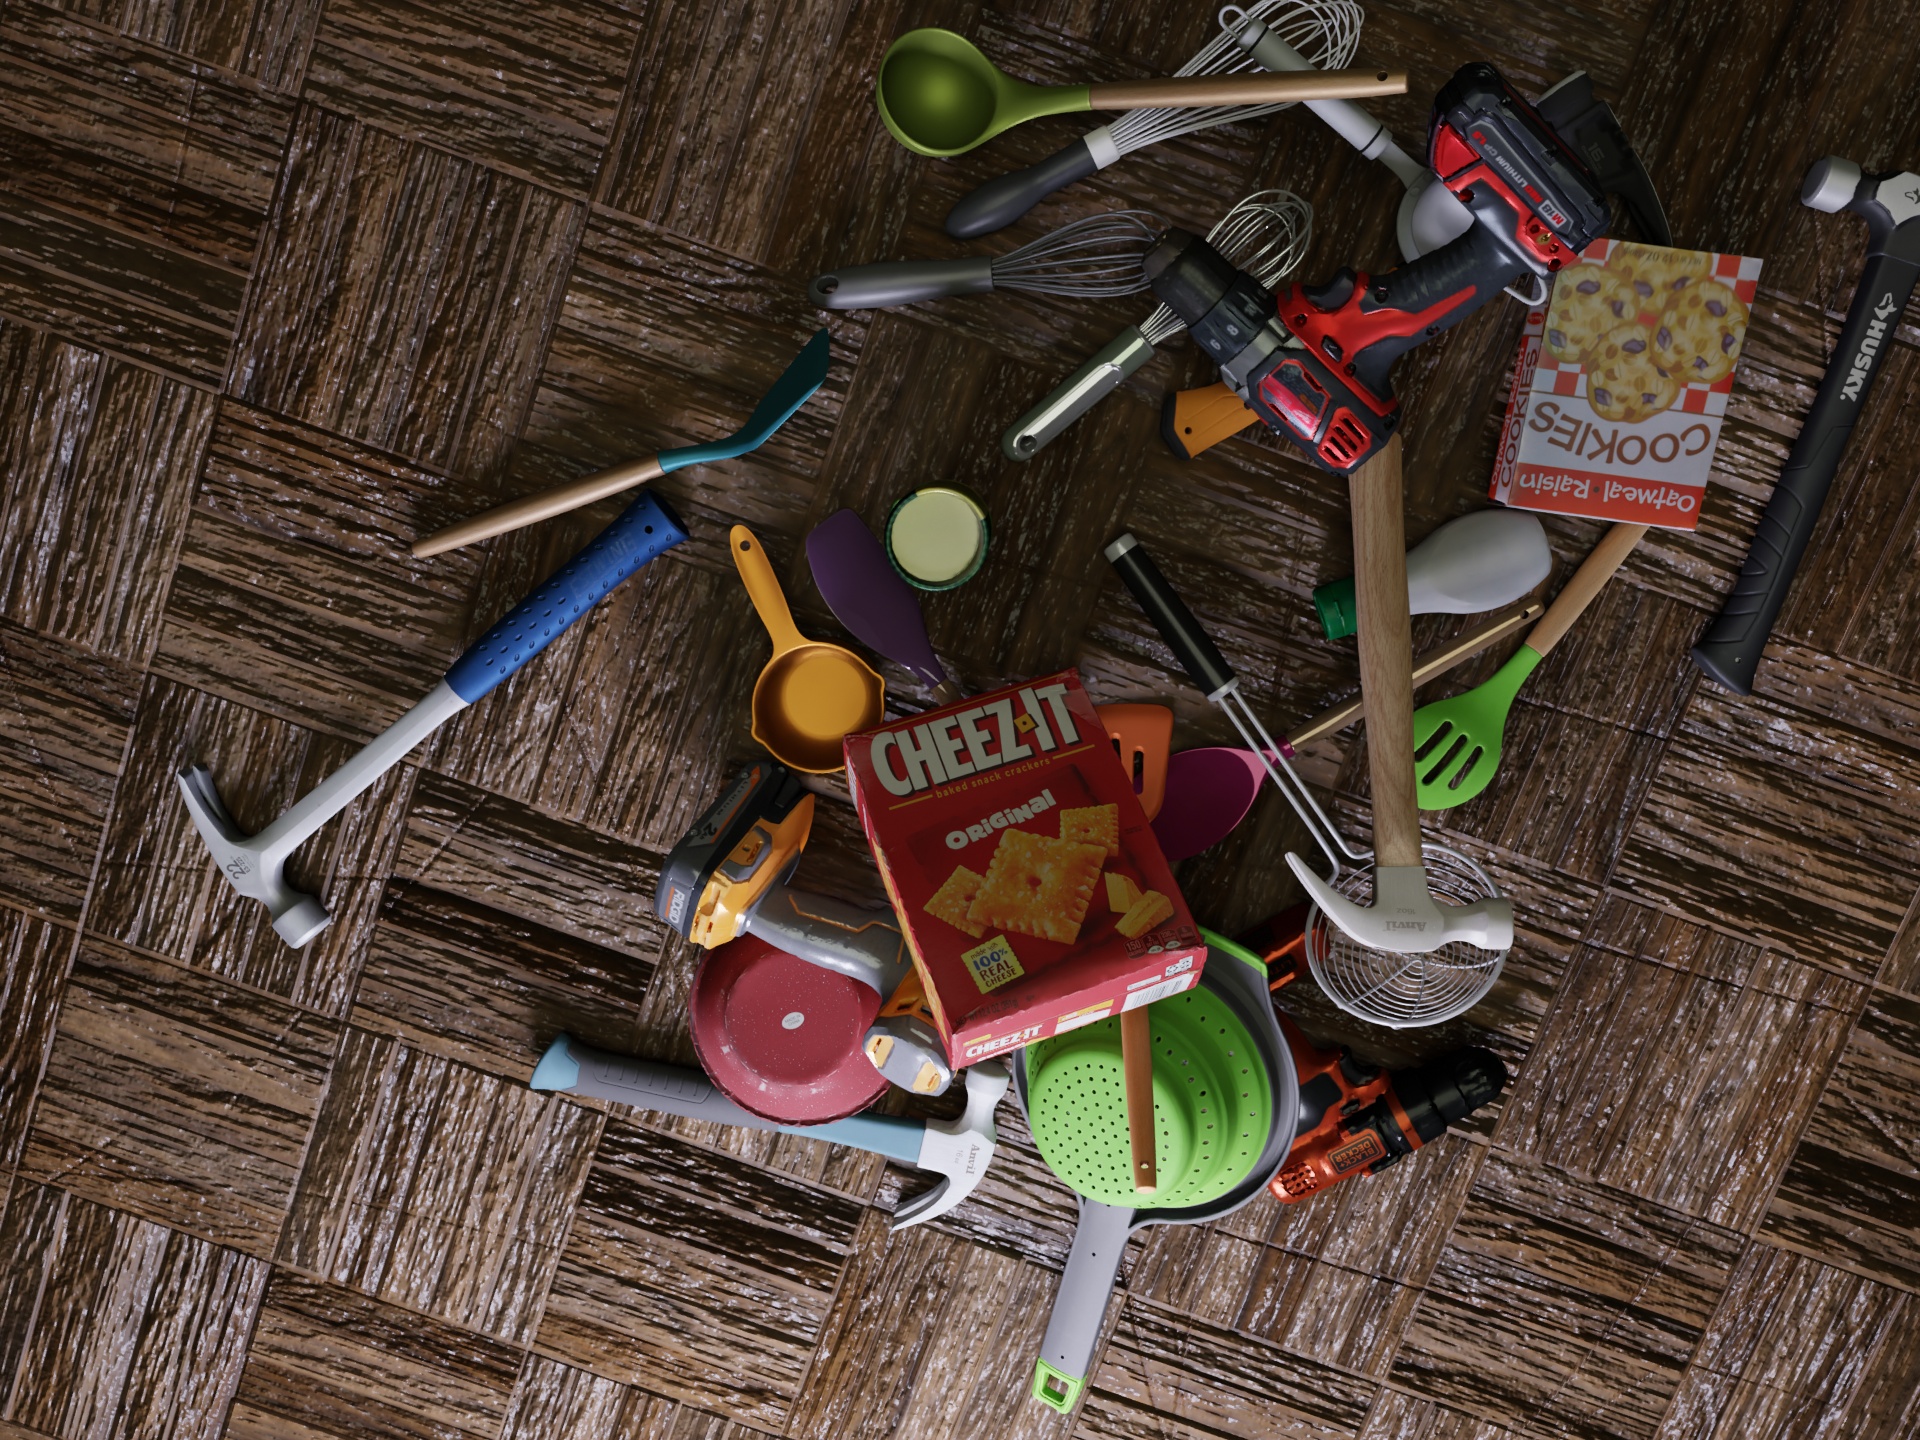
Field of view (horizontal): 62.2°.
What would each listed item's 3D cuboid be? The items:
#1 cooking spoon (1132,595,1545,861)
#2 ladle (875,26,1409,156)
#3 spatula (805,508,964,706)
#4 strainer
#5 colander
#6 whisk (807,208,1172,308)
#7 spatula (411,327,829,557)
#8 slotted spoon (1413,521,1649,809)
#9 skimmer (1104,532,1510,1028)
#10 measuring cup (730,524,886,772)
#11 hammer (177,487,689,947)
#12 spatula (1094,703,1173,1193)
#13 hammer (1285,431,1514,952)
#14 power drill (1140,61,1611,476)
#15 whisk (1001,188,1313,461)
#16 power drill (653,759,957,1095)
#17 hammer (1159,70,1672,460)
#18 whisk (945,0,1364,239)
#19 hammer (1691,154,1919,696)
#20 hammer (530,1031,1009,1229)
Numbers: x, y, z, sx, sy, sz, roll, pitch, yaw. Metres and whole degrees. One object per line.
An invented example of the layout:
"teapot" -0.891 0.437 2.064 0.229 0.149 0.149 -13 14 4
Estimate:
"cooking spoon" 0.244 0.003 1.065 0.319 0.017 0.069 -31 90 11
"ladle" 0.101 -0.377 0.945 0.320 0.062 0.078 6 88 21
"spatula" -0.002 -0.003 1.076 0.060 0.018 0.316 -41 101 -28
"strainer" 0.256 -0.343 0.953 0.258 0.050 0.087 36 134 -10
"colander" 0.094 0.325 1.072 0.205 0.094 0.397 21 110 22
"whisk" 0.019 -0.289 1.016 0.239 0.055 0.055 -4 100 8
"spatula" -0.224 -0.171 1.045 0.317 0.082 0.044 -18 127 10
"slotted spoon" 0.393 -0.069 1.051 0.070 0.031 0.314 37 98 2
"skimmer" 0.207 0.028 1.018 0.127 0.090 0.363 -36 88 4
"measuring cup" -0.109 -0.051 1.060 0.095 0.052 0.173 -23 97 6
"hammer" -0.354 -0.019 1.082 0.405 0.035 0.144 -39 97 8
"spatula" 0.107 0.136 1.014 0.081 0.041 0.323 -3 58 4
"hammer" 0.264 -0.022 0.993 0.130 0.031 0.331 -1 78 4
"power drill" 0.236 -0.273 0.930 0.187 0.080 0.226 41 122 -11
"whisk" 0.124 -0.249 1.020 0.246 0.059 0.057 -39 124 12
"power drill" -0.062 0.118 1.048 0.226 0.185 0.084 31 138 8
"hammer" 0.280 -0.264 1.016 0.337 0.034 0.127 -32 96 7
"whisk" 0.118 -0.373 0.993 0.284 0.070 0.070 -26 98 11
"hammer" 0.558 -0.176 1.021 0.146 0.035 0.334 18 100 0
"hammer" -0.139 0.274 1.128 0.331 0.033 0.128 12 99 0
